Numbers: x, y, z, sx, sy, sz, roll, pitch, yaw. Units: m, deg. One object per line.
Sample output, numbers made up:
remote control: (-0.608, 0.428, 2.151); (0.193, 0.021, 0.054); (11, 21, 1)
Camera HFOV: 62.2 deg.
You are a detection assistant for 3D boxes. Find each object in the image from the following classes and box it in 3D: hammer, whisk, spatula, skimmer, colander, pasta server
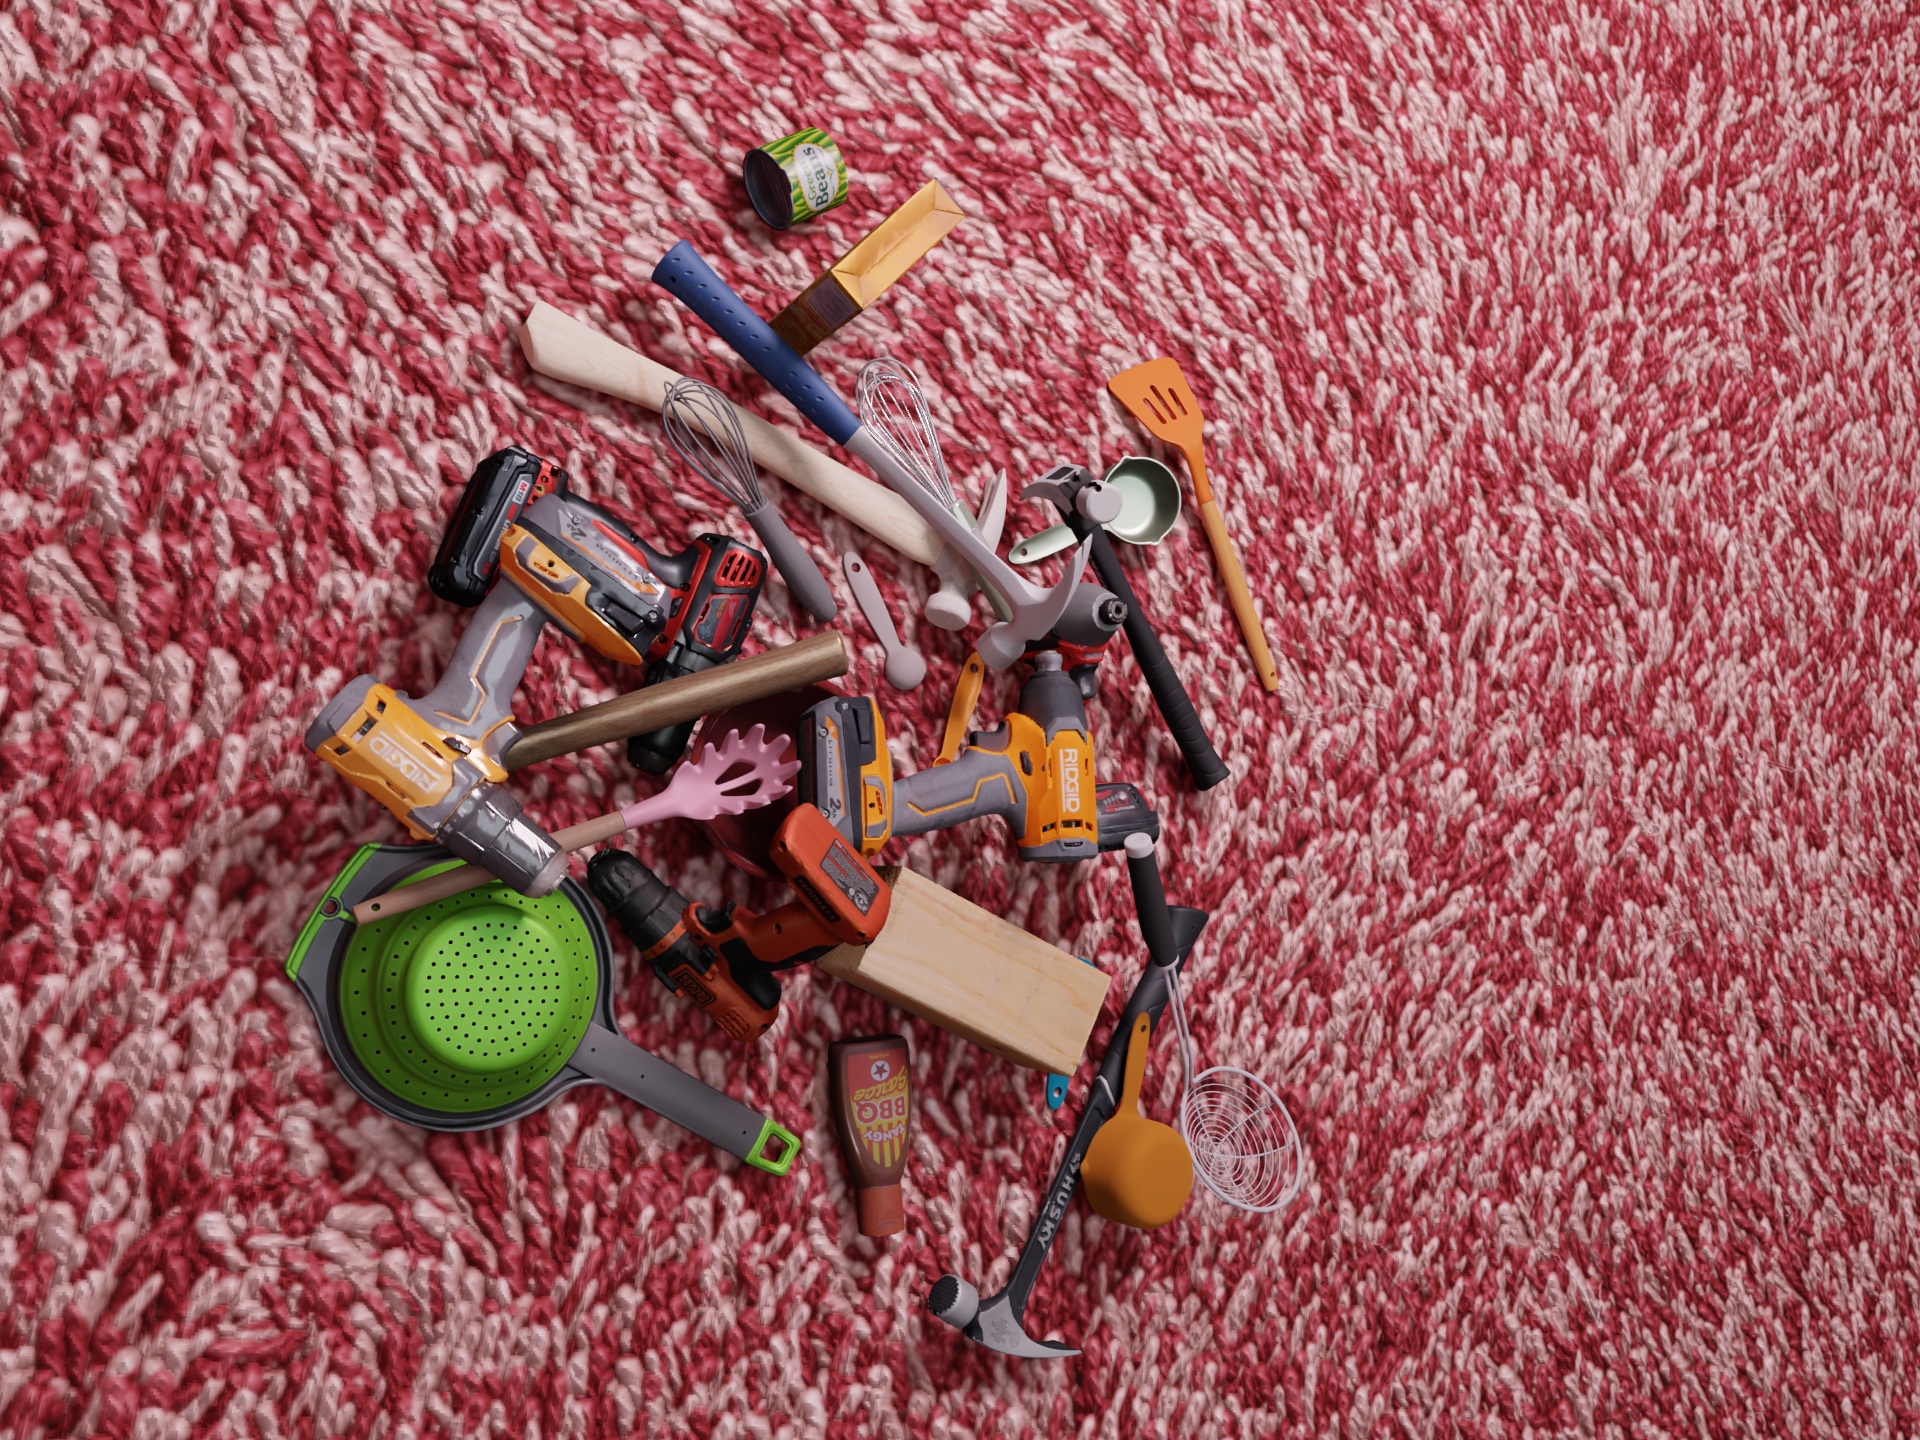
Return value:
hammer: (-0.239, 0.000, 1.133); (0.331, 0.031, 0.130); (-17, 116, -13)
whisk: (-0.157, -0.163, 1.210); (0.055, 0.055, 0.238); (-50, 130, -22)
hammer: (0.151, -0.072, 1.354); (0.035, 0.146, 0.334); (-35, 117, -9)
spatula: (0.228, -0.177, 1.460); (0.081, 0.041, 0.322); (-27, 101, -27)
whisk: (-0.011, -0.179, 1.277); (0.246, 0.059, 0.058); (59, 31, -9)
hammer: (-0.147, -0.223, 1.258); (0.410, 0.038, 0.146); (26, 68, -21)
hammer: (-0.071, -0.214, 1.218); (0.405, 0.144, 0.035); (43, 44, -5)
skimmer: (0.209, 0.249, 1.314); (0.127, 0.090, 0.363); (-47, 130, -45)
hammer: (0.117, 0.333, 1.332); (0.149, 0.036, 0.409); (41, 65, -29)
colander: (-0.266, 0.225, 1.116); (0.396, 0.094, 0.204); (35, 70, -20)
pasta server: (-0.257, 0.076, 1.094); (0.316, 0.040, 0.060); (-20, 77, -28)

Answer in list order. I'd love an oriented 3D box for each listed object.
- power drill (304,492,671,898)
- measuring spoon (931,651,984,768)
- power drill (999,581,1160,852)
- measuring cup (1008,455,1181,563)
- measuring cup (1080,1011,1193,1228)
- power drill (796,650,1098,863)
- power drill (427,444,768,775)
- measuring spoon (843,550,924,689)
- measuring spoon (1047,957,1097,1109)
power drill: (-0.284, -0.012, 1.047); (0.185, 0.084, 0.226); (40, 77, -6)
measuring spoon: (-0.002, -0.004, 1.329); (0.021, 0.011, 0.117); (25, 70, -22)
power drill: (0.096, -0.003, 1.305); (0.078, 0.143, 0.220); (-5, 89, -31)
measuring cup: (0.113, -0.175, 1.397); (0.167, 0.038, 0.083); (-25, 101, -10)
measuring cup: (0.155, 0.330, 1.306); (0.095, 0.052, 0.174); (12, 84, -38)
power drill: (-0.006, 0.028, 1.200); (0.226, 0.084, 0.164); (0, 85, -18)
power drill: (-0.266, -0.079, 1.162); (0.226, 0.080, 0.188); (26, 80, -27)
measuring spoon: (-0.063, -0.083, 1.298); (0.034, 0.018, 0.124); (-30, 97, -27)
measuring spoon: (0.095, 0.264, 1.341); (0.042, 0.021, 0.129); (17, 77, -25)
